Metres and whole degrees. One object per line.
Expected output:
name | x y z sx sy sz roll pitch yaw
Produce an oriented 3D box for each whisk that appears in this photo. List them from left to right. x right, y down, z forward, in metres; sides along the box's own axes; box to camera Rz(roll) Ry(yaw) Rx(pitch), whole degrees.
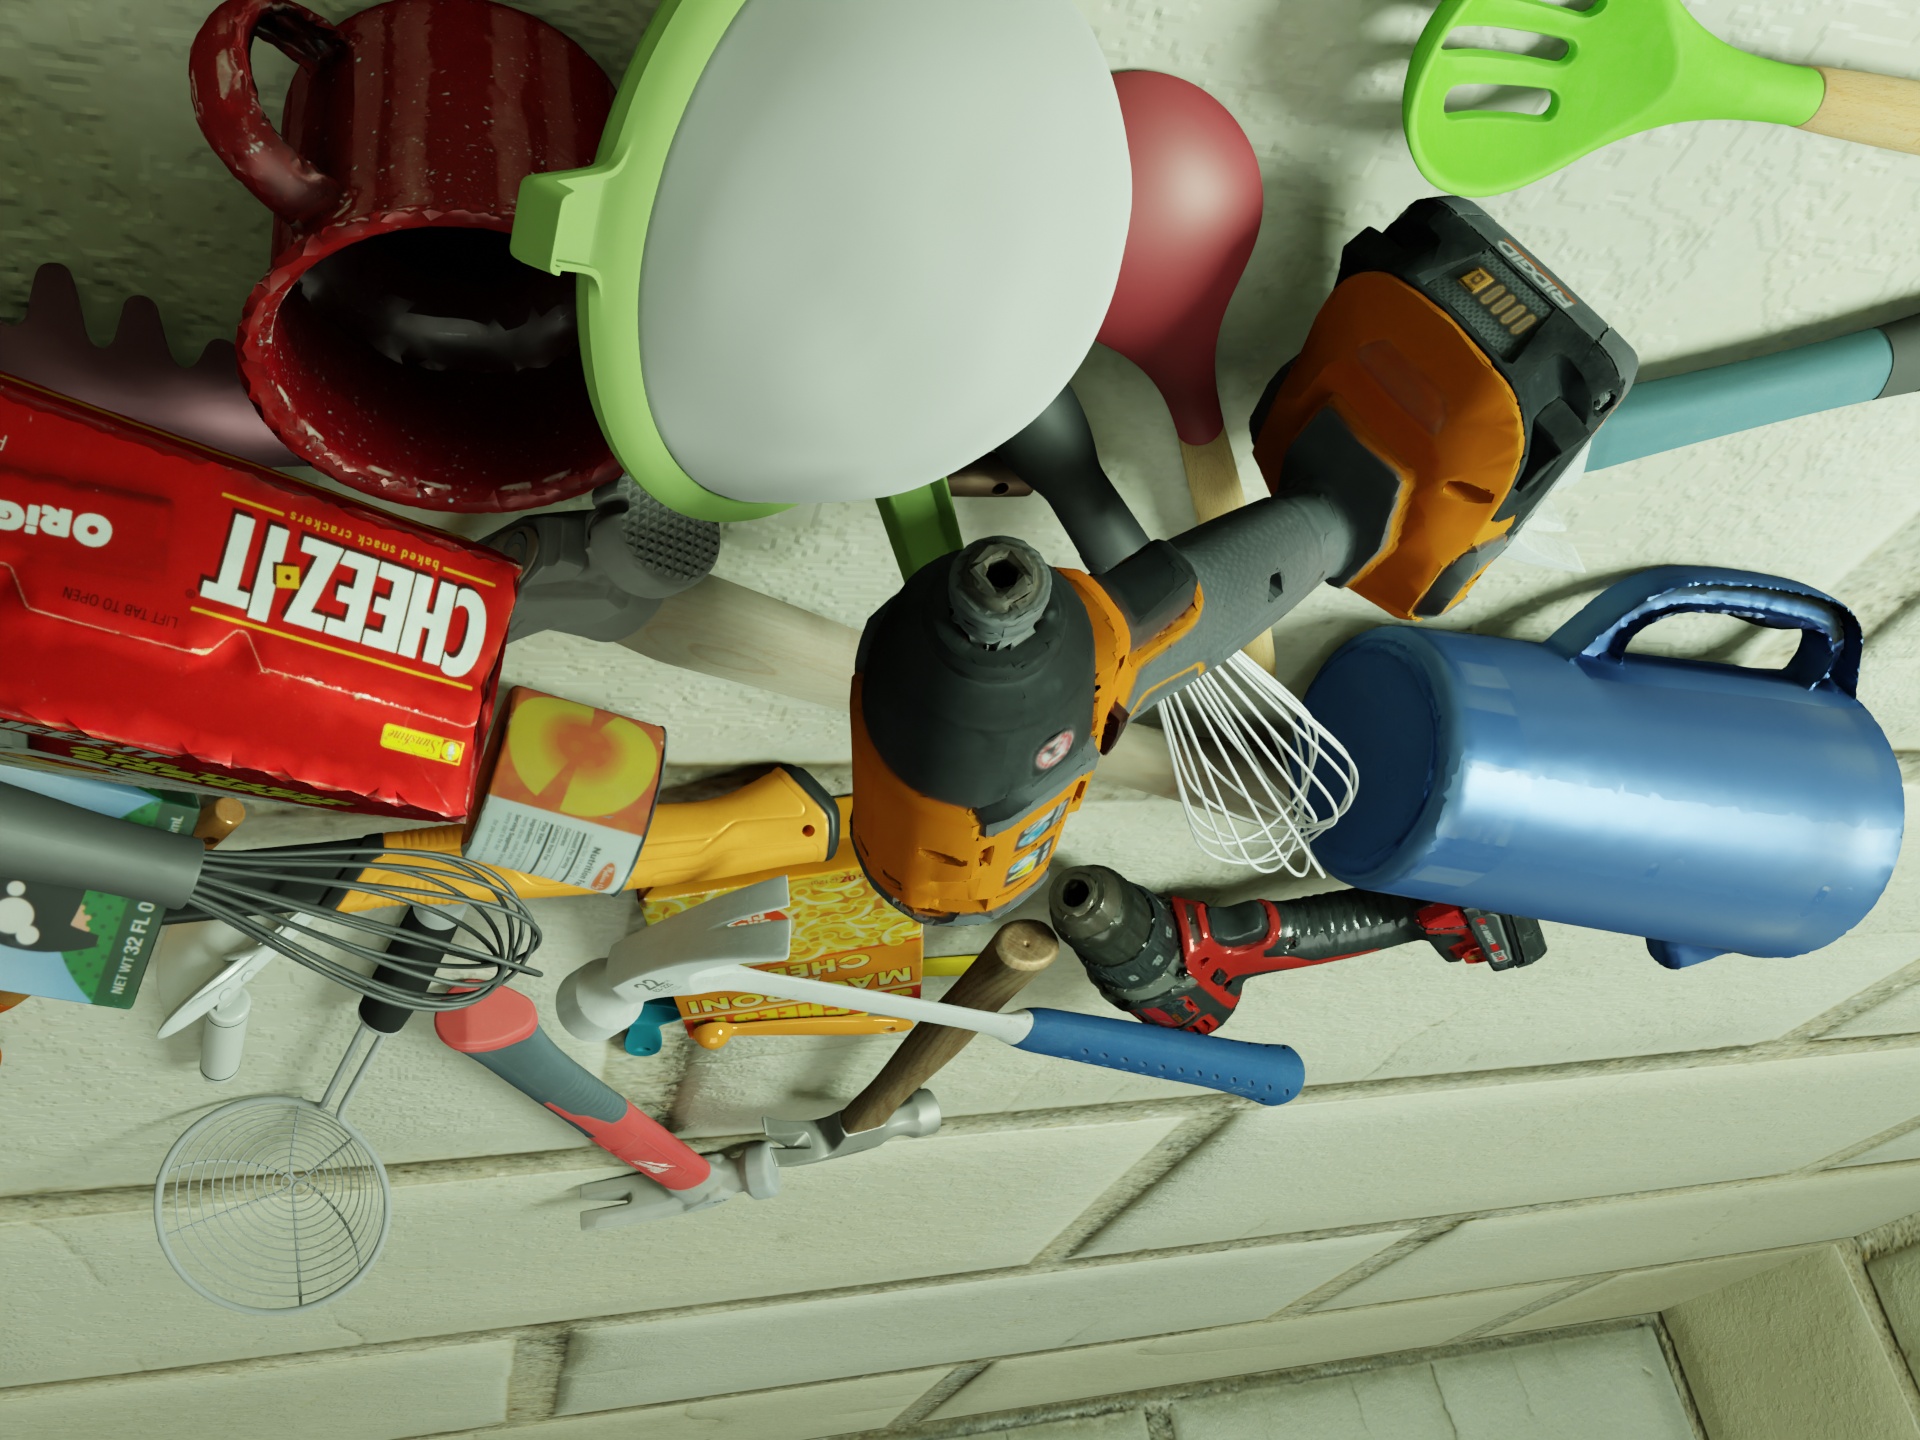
whisk | -0.237 0.048 0.485 0.238 0.055 0.055 22 136 -35
whisk | 0.073 -0.030 0.551 0.070 0.070 0.284 -23 134 18

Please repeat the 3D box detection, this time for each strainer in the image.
strainer | -0.336 0.127 0.724 0.087 0.050 0.258 -45 178 -38
strainer | 0.000 -0.076 0.393 0.151 0.069 0.256 -53 156 -19

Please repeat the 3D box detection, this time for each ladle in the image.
ladle | 0.082 -0.083 0.531 0.069 0.031 0.315 -20 150 8

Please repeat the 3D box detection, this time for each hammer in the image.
hammer | -0.211 0.065 0.618 0.336 0.127 0.034 -6 -169 -20
hammer | -0.228 0.240 0.951 0.143 0.038 0.385 -12 150 5
hammer | -0.025 0.194 0.914 0.130 0.031 0.331 -9 153 -28
hammer | -0.001 -0.002 0.613 0.146 0.038 0.410 -17 157 42
hammer | 0.023 0.146 0.768 0.405 0.035 0.144 17 146 -35
hammer | 0.321 -0.124 0.535 0.331 0.033 0.128 -13 149 3

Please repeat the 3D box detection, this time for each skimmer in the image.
skimmer | -0.319 0.197 0.797 0.127 0.090 0.363 33 134 -8

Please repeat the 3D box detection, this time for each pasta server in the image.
pasta server | -0.122 -0.085 0.461 0.316 0.040 0.060 -1 148 -25

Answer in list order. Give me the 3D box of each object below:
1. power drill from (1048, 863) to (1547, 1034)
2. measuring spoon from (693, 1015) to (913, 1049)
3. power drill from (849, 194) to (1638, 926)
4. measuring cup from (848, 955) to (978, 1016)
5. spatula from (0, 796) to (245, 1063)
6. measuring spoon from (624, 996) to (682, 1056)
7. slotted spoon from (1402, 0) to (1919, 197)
power drill | 0.166 0.095 0.809 0.226 0.080 0.187 -19 149 19
measuring spoon | -0.078 0.160 0.812 0.117 0.011 0.021 2 148 -22
power drill | 0.067 -0.043 0.422 0.226 0.084 0.164 -35 164 -16
measuring cup | -0.027 0.148 0.873 0.156 0.029 0.062 -1 148 -16
spatula | -0.399 0.116 0.684 0.322 0.041 0.081 -32 143 29
measuring spoon | -0.172 0.161 0.866 0.042 0.021 0.128 2 157 -11
slotted spoon | 0.252 -0.169 0.444 0.313 0.031 0.070 -1 133 -21
